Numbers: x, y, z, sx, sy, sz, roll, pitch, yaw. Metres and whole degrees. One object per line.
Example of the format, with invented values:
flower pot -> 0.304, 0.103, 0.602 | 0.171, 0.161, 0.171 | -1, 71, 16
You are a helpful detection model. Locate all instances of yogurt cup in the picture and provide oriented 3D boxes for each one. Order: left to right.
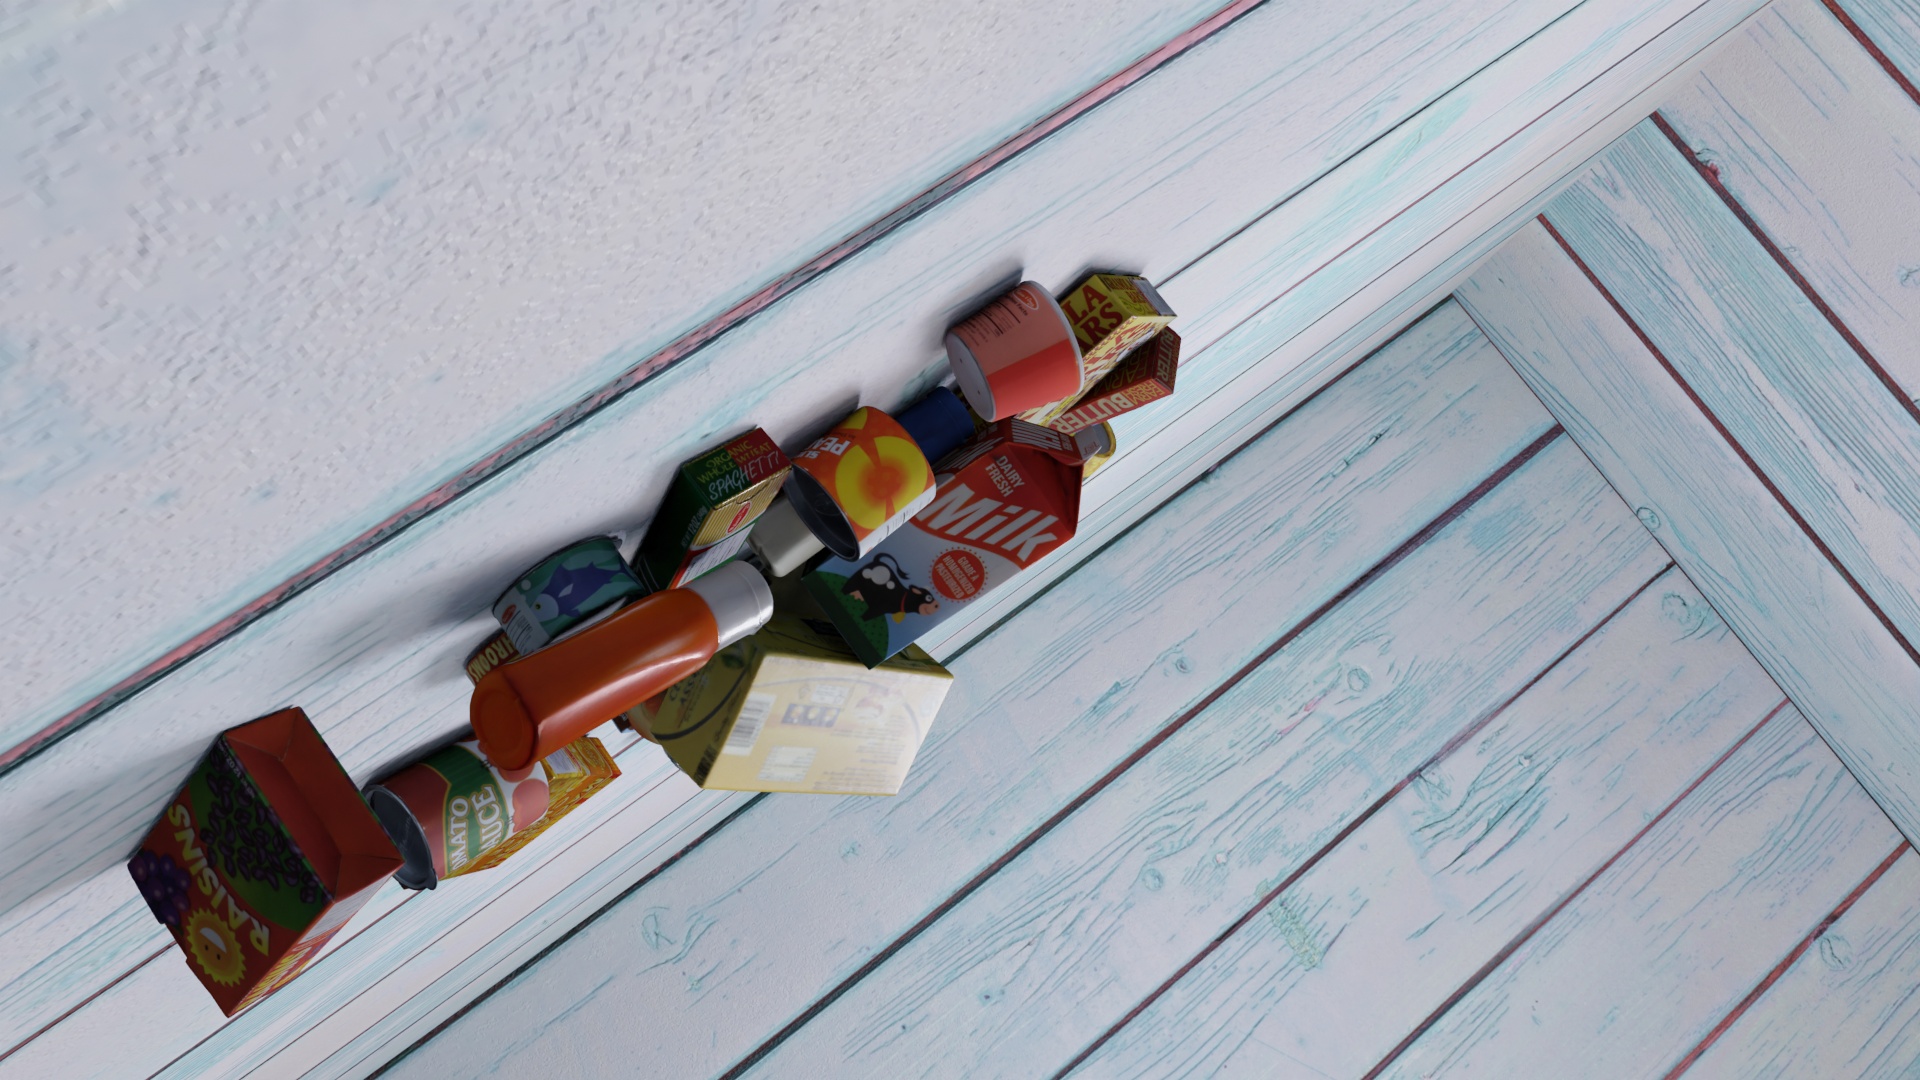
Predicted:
yogurt cup -> 0.028, -0.099, 0.750 | 0.054, 0.072, 0.072 | -27, 171, -12

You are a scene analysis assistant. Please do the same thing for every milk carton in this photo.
milk carton -> 0.003, -0.011, 0.841 | 0.190, 0.073, 0.072 | -34, -166, 9

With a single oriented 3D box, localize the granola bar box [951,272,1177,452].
granola bar box -> 0.055, -0.108, 0.912 | 0.165, 0.039, 0.124 | -40, 173, 22

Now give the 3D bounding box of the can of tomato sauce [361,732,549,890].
can of tomato sauce -> -0.292, 0.154, 0.809 | 0.083, 0.071, 0.071 | -29, 170, -48

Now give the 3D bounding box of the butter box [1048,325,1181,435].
butter box -> 0.106, -0.113, 0.978 | 0.103, 0.024, 0.053 | -19, -134, 43

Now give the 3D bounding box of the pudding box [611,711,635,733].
pudding box -> -0.227, 0.116, 1.031 | 0.049, 0.030, 0.083 | -36, 173, 1

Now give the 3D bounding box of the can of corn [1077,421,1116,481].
can of corn -> 0.087, -0.076, 1.146 | 0.058, 0.071, 0.071 | -44, 170, 37

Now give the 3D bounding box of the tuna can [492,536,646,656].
tuna can -> -0.185, 0.029, 0.669 | 0.071, 0.033, 0.071 | -36, 173, -5

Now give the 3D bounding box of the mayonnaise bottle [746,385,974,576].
mayonnaise bottle -> -0.060, -0.036, 0.823 | 0.148, 0.041, 0.064 | -37, -179, -12

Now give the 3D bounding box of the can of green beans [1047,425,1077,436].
can of green beans -> 0.048, -0.067, 1.032 | 0.071, 0.071, 0.058 | -41, 171, 28

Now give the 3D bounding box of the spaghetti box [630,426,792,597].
spaghetti box -> -0.155, 0.018, 0.758 | 0.050, 0.029, 0.248 | -32, 171, -35

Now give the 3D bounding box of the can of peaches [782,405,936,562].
can of peaches -> -0.057, -0.033, 0.754 | 0.058, 0.071, 0.071 | -39, 174, -21

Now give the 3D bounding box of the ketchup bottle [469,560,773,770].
ketchup bottle -> -0.154, 0.054, 0.655 | 0.149, 0.043, 0.064 | -29, 171, -43

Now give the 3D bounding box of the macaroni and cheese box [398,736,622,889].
macaroni and cheese box -> -0.325, 0.190, 0.999 | 0.124, 0.040, 0.166 | -37, 172, -4

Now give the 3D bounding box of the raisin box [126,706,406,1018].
raisin box -> -0.304, 0.142, 0.604 | 0.123, 0.086, 0.040 | -41, 173, 32

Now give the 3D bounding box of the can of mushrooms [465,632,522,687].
can of mushrooms -> -0.218, 0.063, 0.715 | 0.071, 0.033, 0.071 | -35, 175, -4
